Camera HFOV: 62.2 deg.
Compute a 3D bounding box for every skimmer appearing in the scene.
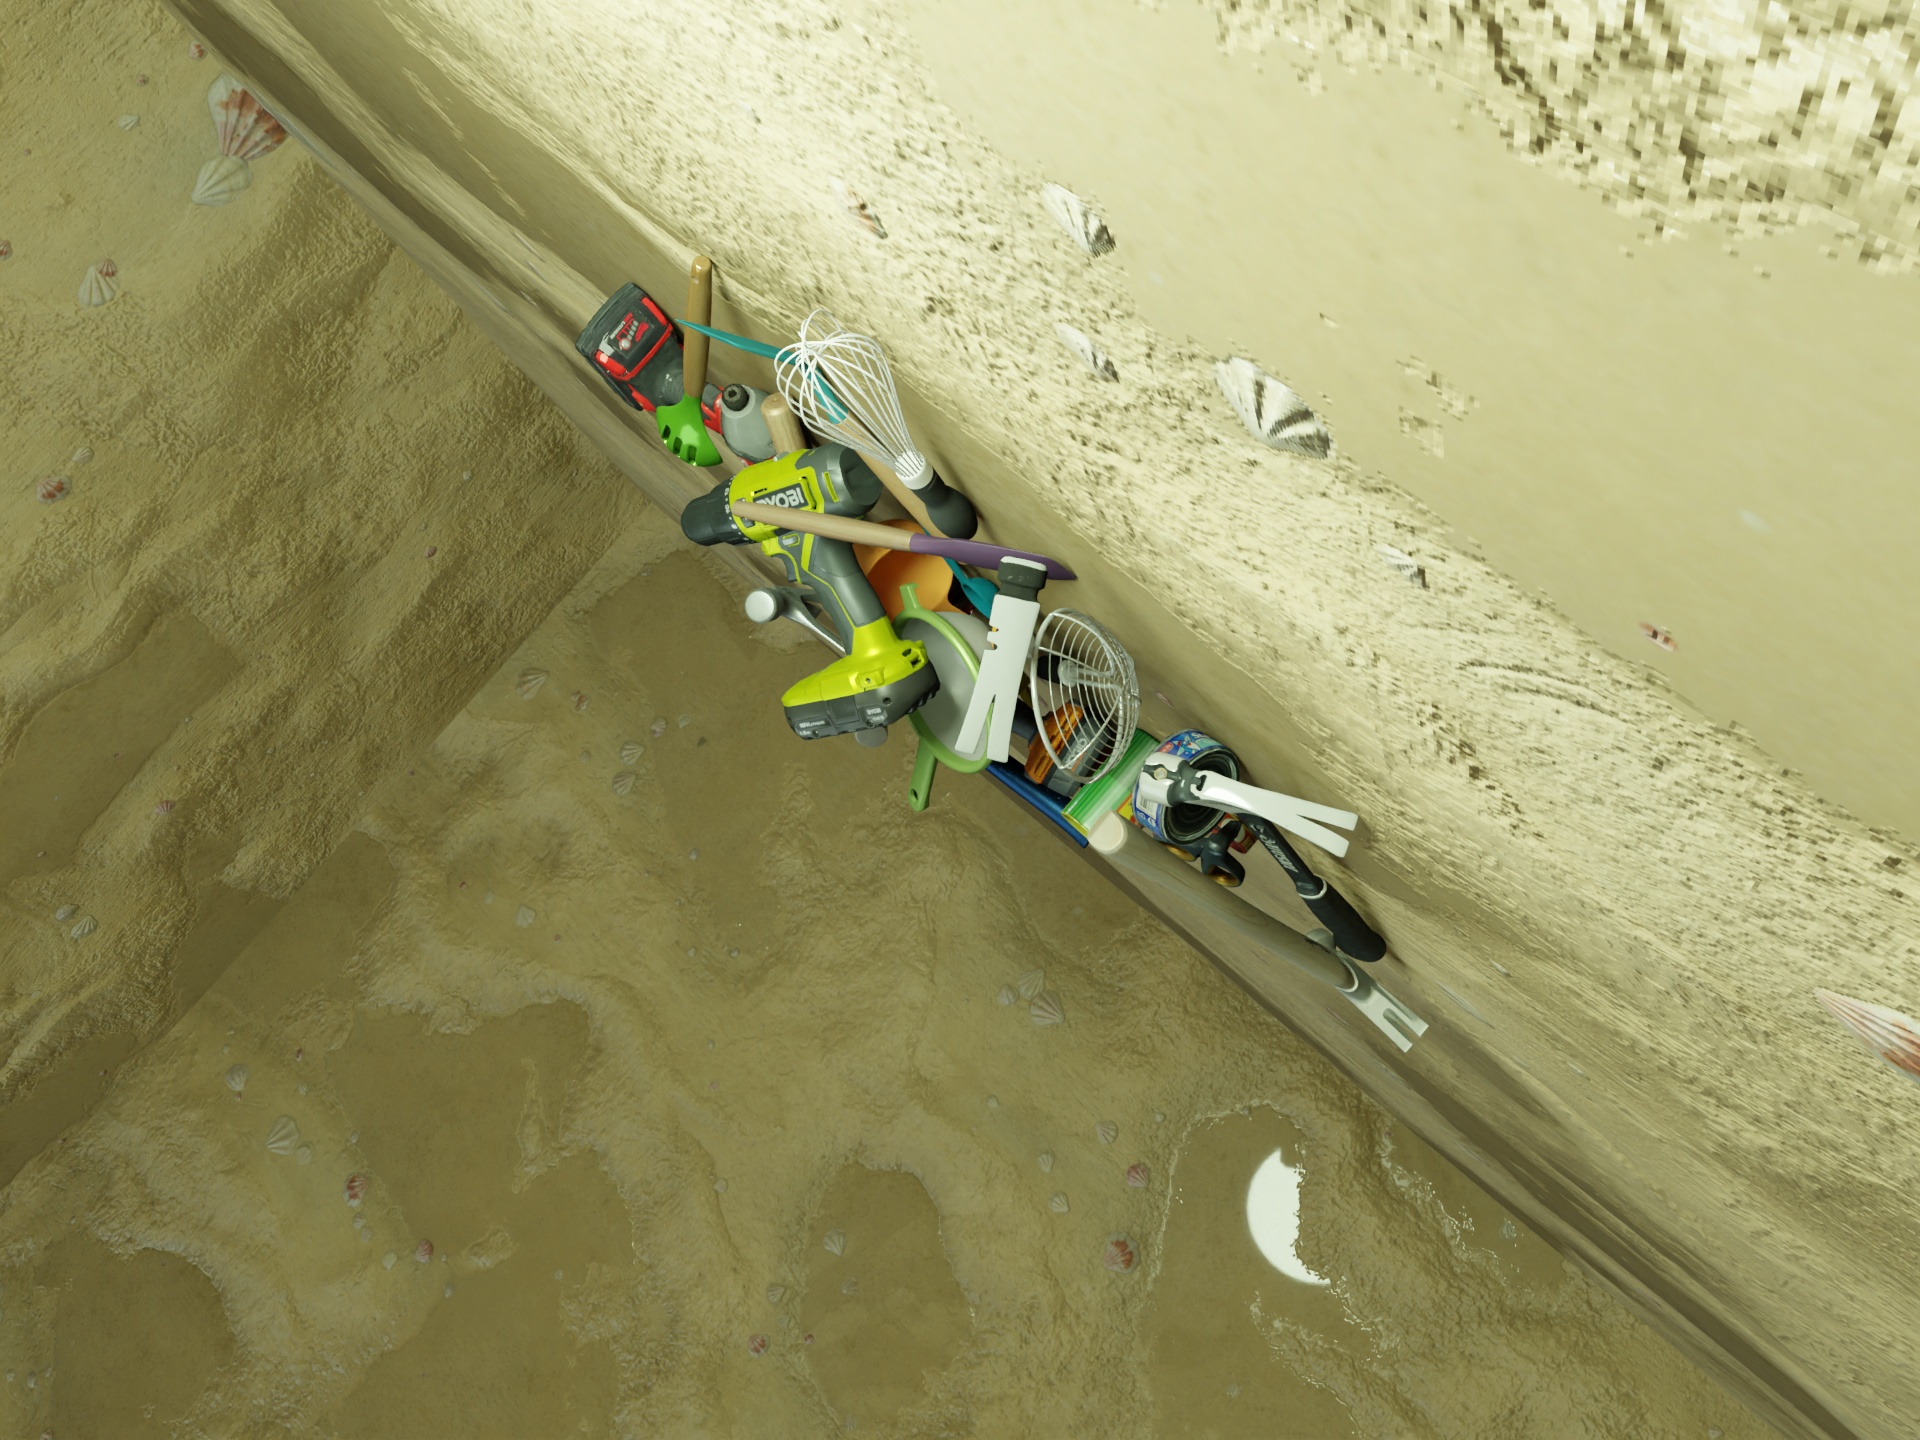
[{"bbox_3d":[0.071,-0.029,1.271,0.363,0.090,0.127,-149,46,-81],"label":"skimmer"}]

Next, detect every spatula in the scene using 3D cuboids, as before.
[{"bbox_3d":[-0.052,-0.134,1.171,0.316,0.018,0.059,15,172,34],"label":"spatula"},{"bbox_3d":[-0.083,-0.203,1.188,0.082,0.044,0.317,32,171,46],"label":"spatula"}]

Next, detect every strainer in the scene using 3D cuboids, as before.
[{"bbox_3d":[-0.002,-0.004,1.395,0.152,0.069,0.256,51,151,24],"label":"strainer"}]

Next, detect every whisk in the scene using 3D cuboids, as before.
[{"bbox_3d":[-0.043,-0.177,1.041,0.070,0.070,0.284,39,179,26],"label":"whisk"}]

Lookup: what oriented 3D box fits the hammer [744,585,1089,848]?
[{"bbox_3d":[-0.028,-0.010,1.579,0.405,0.035,0.144,37,-164,9],"label":"hammer"}]

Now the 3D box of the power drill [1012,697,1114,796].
[{"bbox_3d":[0.031,-0.020,1.506,0.226,0.084,0.164,32,-175,5],"label":"power drill"}]

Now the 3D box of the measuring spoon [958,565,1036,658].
[{"bbox_3d":[0.028,-0.106,1.409,0.124,0.018,0.034,49,169,-11],"label":"measuring spoon"}]

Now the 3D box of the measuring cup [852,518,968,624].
[{"bbox_3d":[-0.033,-0.114,1.400,0.173,0.095,0.052,34,-167,-48],"label":"measuring cup"}]

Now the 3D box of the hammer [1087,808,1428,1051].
[{"bbox_3d":[0.246,0.171,1.322,0.410,0.038,0.146,32,-171,-41],"label":"hammer"}]

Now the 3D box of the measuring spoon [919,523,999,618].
[{"bbox_3d":[-0.001,-0.138,1.333,0.128,0.021,0.042,54,169,-26],"label":"measuring spoon"}]

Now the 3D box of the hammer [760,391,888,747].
[{"bbox_3d":[-0.116,-0.139,1.403,0.130,0.031,0.331,-95,-9,-51],"label":"hammer"}]

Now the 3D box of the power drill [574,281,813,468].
[{"bbox_3d":[-0.230,-0.290,1.408,0.220,0.078,0.143,36,174,23],"label":"power drill"}]

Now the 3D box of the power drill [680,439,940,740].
[{"bbox_3d":[-0.125,-0.105,1.309,0.190,0.080,0.228,-11,107,36],"label":"power drill"}]

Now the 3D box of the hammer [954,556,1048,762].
[{"bbox_3d":[0.034,-0.054,1.148,0.034,0.127,0.337,13,-174,1],"label":"hammer"}]

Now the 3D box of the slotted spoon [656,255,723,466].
[{"bbox_3d":[-0.209,-0.272,1.242,0.070,0.031,0.313,37,160,1],"label":"slotted spoon"}]

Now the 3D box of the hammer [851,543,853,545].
[{"bbox_3d":[-0.052,-0.104,1.692,0.385,0.038,0.143,43,-161,-56],"label":"hammer"}]

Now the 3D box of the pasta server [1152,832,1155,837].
[{"bbox_3d":[0.193,0.089,1.524,0.060,0.040,0.316,49,-178,2],"label":"pasta server"}]

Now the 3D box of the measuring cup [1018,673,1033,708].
[{"bbox_3d":[0.055,-0.033,1.735,0.062,0.029,0.156,40,174,22],"label":"measuring cup"}]

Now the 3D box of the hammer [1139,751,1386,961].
[{"bbox_3d":[0.275,0.125,1.243,0.149,0.036,0.408,15,166,32],"label":"hammer"}]
